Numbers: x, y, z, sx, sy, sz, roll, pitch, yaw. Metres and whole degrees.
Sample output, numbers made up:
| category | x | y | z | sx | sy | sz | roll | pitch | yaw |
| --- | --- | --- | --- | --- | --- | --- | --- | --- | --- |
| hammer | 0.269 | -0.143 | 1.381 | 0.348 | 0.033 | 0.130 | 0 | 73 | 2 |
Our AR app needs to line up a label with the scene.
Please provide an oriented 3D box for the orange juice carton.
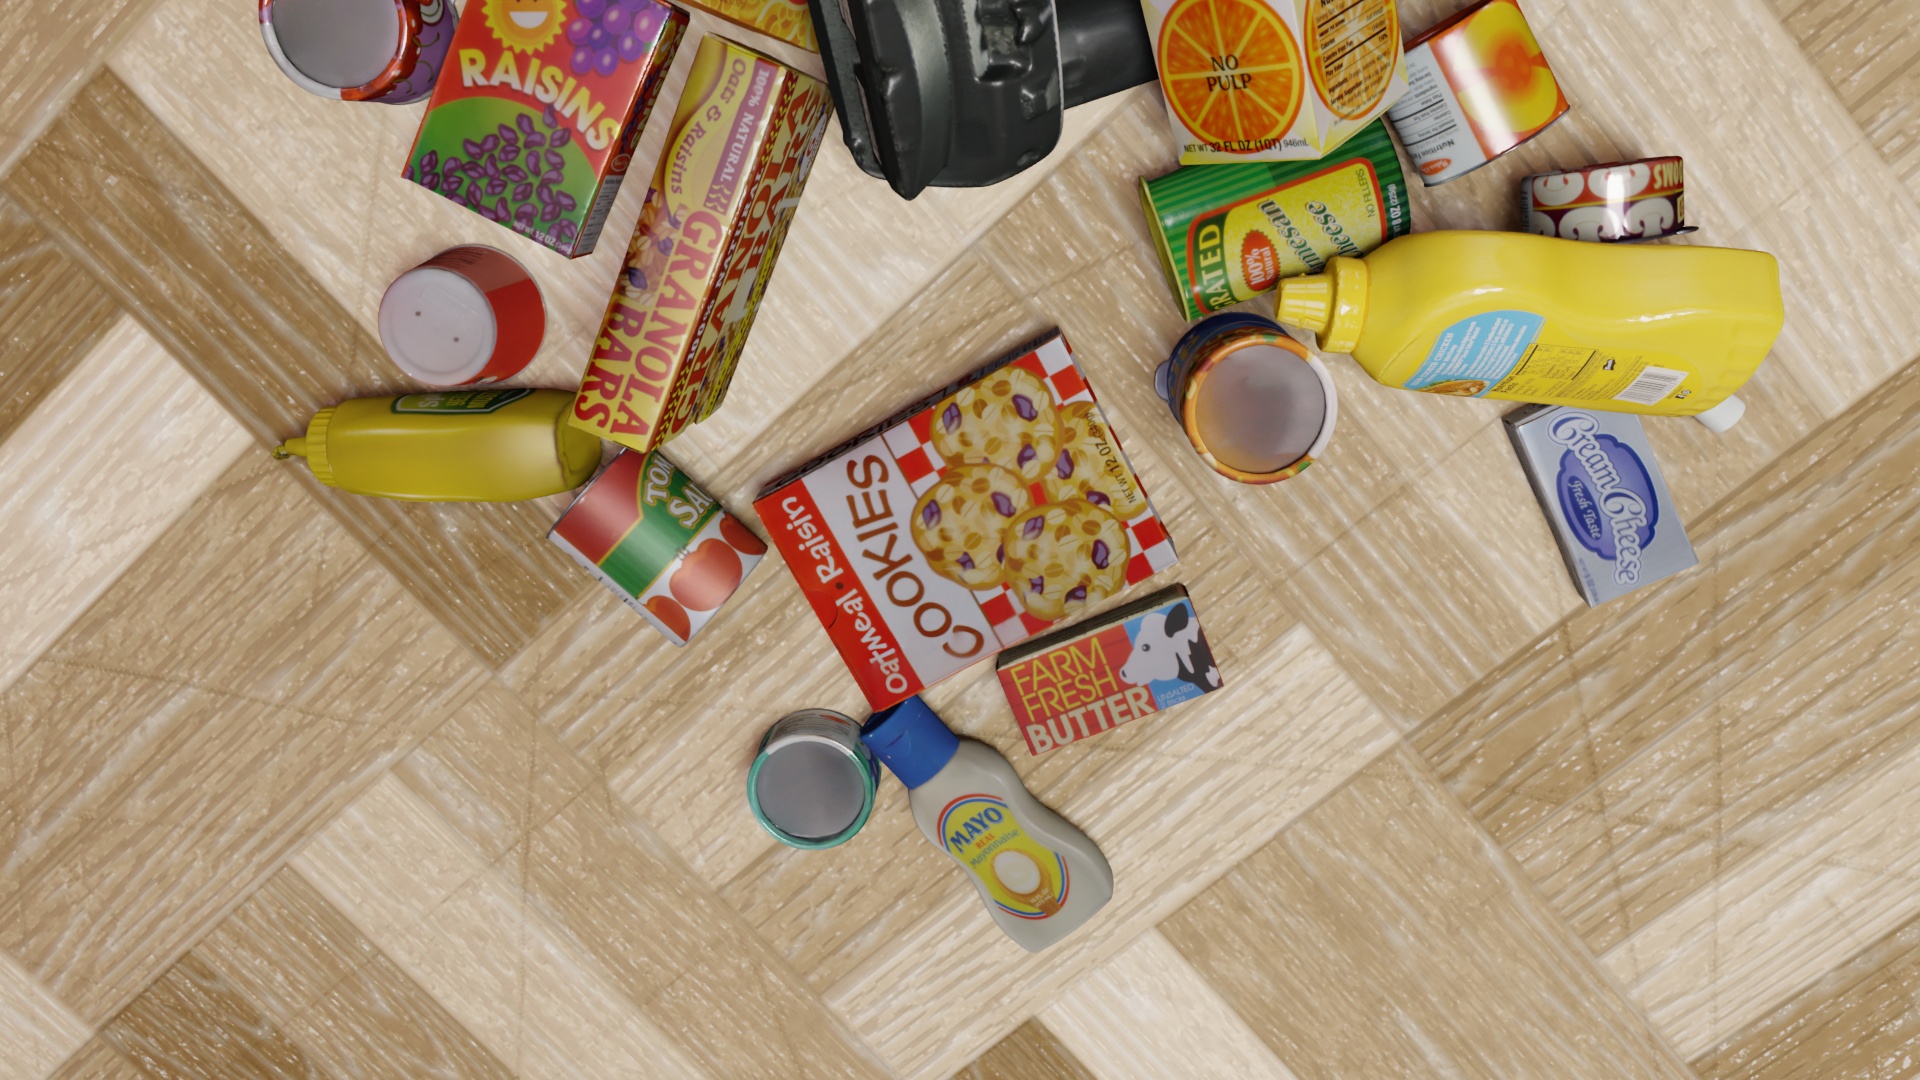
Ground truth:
| category | x | y | z | sx | sy | sz | roll | pitch | yaw |
| --- | --- | --- | --- | --- | --- | --- | --- | --- | --- |
| orange juice carton | 0.112 | -0.251 | 0.540 | 0.073 | 0.072 | 0.192 | -39 | 123 | -32 |

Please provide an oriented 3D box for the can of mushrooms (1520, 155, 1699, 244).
| category | x | y | z | sx | sy | sz | roll | pitch | yaw |
| --- | --- | --- | --- | --- | --- | --- | --- | --- | --- |
| can of mushrooms | 0.283 | -0.148 | 0.608 | 0.071 | 0.071 | 0.033 | -7 | 103 | 5 |

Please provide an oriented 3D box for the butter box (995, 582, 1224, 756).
| category | x | y | z | sx | sy | sz | roll | pitch | yaw |
| --- | --- | --- | --- | --- | --- | --- | --- | --- | --- |
| butter box | 0.074 | 0.065 | 0.696 | 0.103 | 0.024 | 0.053 | -22 | 102 | 8 |

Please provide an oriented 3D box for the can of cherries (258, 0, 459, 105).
| category | x | y | z | sx | sy | sz | roll | pitch | yaw |
| --- | --- | --- | --- | --- | --- | --- | --- | --- | --- |
| can of cherries | -0.264 | -0.231 | 0.617 | 0.071 | 0.058 | 0.071 | 1 | 105 | 3 |

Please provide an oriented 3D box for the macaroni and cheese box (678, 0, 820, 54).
| category | x | y | z | sx | sy | sz | roll | pitch | yaw |
| --- | --- | --- | --- | --- | --- | --- | --- | --- | --- |
| macaroni and cheese box | -0.073 | -0.293 | 0.557 | 0.040 | 0.124 | 0.166 | 24 | 105 | 16 |

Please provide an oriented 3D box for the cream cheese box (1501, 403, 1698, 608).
| category | x | y | z | sx | sy | sz | roll | pitch | yaw |
| --- | --- | --- | --- | --- | --- | --- | --- | --- | --- |
| cream cheese box | 0.304 | -0.024 | 0.662 | 0.053 | 0.024 | 0.103 | -26 | 102 | 9 |

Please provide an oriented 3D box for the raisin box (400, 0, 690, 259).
| category | x | y | z | sx | sy | sz | roll | pitch | yaw |
| --- | --- | --- | --- | --- | --- | --- | --- | --- | --- |
| raisin box | -0.188 | -0.203 | 0.631 | 0.086 | 0.040 | 0.123 | 27 | 104 | -3 |

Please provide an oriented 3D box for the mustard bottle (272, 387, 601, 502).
| category | x | y | z | sx | sy | sz | roll | pitch | yaw |
| --- | --- | --- | --- | --- | --- | --- | --- | --- | --- |
| mustard bottle | -0.257 | -0.046 | 0.663 | 0.160 | 0.065 | 0.048 | -1 | 109 | 7 |

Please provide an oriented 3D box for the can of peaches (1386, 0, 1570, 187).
| category | x | y | z | sx | sy | sz | roll | pitch | yaw |
| --- | --- | --- | --- | --- | --- | --- | --- | --- | --- |
| can of peaches | 0.220 | -0.196 | 0.601 | 0.071 | 0.071 | 0.058 | -31 | 101 | 10 |

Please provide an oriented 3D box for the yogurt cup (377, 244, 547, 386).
| category | x | y | z | sx | sy | sz | roll | pitch | yaw |
| --- | --- | --- | --- | --- | --- | --- | --- | --- | --- |
| yogurt cup | -0.235 | -0.103 | 0.651 | 0.072 | 0.054 | 0.072 | 0 | 104 | 2 |

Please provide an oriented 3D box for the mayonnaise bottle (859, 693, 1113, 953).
| category | x | y | z | sx | sy | sz | roll | pitch | yaw |
| --- | --- | --- | --- | --- | --- | --- | --- | --- | --- |
| mayonnaise bottle | 0.010 | 0.140 | 0.709 | 0.064 | 0.041 | 0.148 | -40 | 100 | 14 |

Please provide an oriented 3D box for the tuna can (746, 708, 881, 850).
| category | x | y | z | sx | sy | sz | roll | pitch | yaw |
| --- | --- | --- | --- | --- | --- | --- | --- | --- | --- |
| tuna can | -0.075 | 0.125 | 0.714 | 0.071 | 0.033 | 0.071 | 1 | 104 | 3 |

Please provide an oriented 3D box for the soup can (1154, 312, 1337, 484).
| category | x | y | z | sx | sy | sz | roll | pitch | yaw |
| --- | --- | --- | --- | --- | --- | --- | --- | --- | --- |
| soup can | 0.127 | -0.066 | 0.629 | 0.071 | 0.084 | 0.071 | 1 | 105 | 3 |

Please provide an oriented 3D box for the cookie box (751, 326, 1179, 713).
| category | x | y | z | sx | sy | sz | roll | pitch | yaw |
| --- | --- | --- | --- | --- | --- | --- | --- | --- | --- |
| cookie box | 0.002 | -0.008 | 0.671 | 0.167 | 0.040 | 0.122 | -27 | 102 | 9 |

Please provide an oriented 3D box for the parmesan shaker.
| category | x | y | z | sx | sy | sz | roll | pitch | yaw |
| --- | --- | --- | --- | --- | --- | --- | --- | --- | --- |
| parmesan shaker | 0.138 | -0.147 | 0.614 | 0.103 | 0.071 | 0.071 | -19 | 103 | 8 |

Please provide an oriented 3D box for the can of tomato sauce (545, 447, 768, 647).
| category | x | y | z | sx | sy | sz | roll | pitch | yaw |
| --- | --- | --- | --- | --- | --- | --- | --- | --- | --- |
| can of tomato sauce | -0.143 | -0.001 | 0.667 | 0.083 | 0.071 | 0.071 | 42 | 103 | -9 |

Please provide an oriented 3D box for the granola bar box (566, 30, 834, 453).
| category | x | y | z | sx | sy | sz | roll | pitch | yaw |
| --- | --- | --- | --- | --- | --- | --- | --- | --- | --- |
| granola bar box | -0.107 | -0.128 | 0.602 | 0.039 | 0.124 | 0.165 | 23 | 105 | -2 |
